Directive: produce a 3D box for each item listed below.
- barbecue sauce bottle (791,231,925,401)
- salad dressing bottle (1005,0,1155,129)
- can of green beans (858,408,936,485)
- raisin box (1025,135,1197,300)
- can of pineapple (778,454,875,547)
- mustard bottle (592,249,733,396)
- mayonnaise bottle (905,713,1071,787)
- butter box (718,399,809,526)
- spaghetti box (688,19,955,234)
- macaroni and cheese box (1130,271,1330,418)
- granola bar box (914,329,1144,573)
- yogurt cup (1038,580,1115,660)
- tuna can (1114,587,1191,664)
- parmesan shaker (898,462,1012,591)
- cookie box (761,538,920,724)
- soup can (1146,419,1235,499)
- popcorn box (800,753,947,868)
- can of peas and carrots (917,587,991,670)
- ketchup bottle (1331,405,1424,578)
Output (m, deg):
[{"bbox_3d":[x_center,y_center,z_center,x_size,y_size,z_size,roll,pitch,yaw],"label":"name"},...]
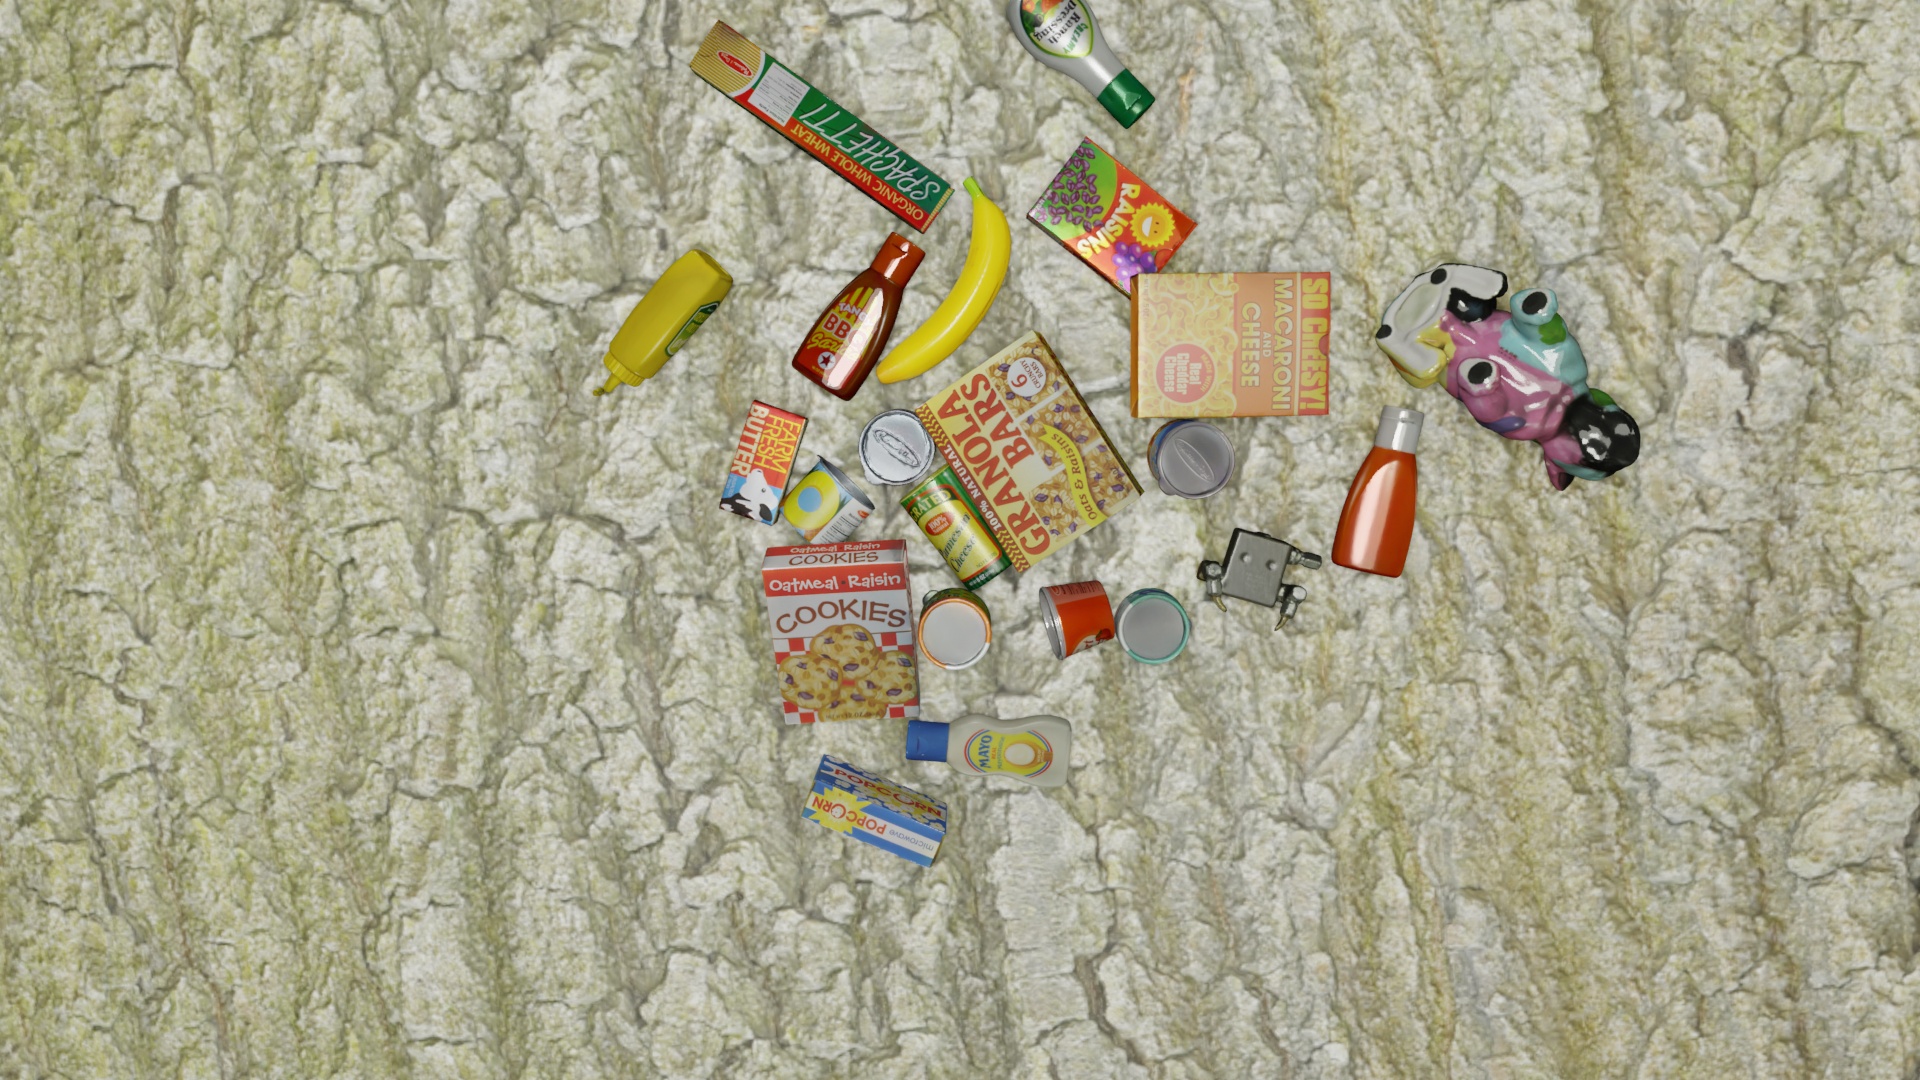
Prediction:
[{"bbox_3d":[-0.085,-0.200,1.223,0.065,0.044,0.148,34,95,9],"label":"barbecue sauce bottle"},{"bbox_3d":[0.105,-0.420,1.197,0.147,0.044,0.064,45,96,-4],"label":"salad dressing bottle"},{"bbox_3d":[-0.055,-0.083,1.228,0.071,0.058,0.071,0,96,0],"label":"can of green beans"},{"bbox_3d":[0.131,-0.280,1.215,0.123,0.040,0.086,38,94,-4],"label":"raisin box"},{"bbox_3d":[-0.120,-0.031,1.231,0.071,0.071,0.058,44,95,-4],"label":"can of pineapple"},{"bbox_3d":[-0.267,-0.183,1.219,0.049,0.065,0.160,43,101,1],"label":"mustard bottle"},{"bbox_3d":[0.025,0.188,1.265,0.148,0.041,0.064,4,98,0],"label":"mayonnaise bottle"},{"bbox_3d":[-0.176,-0.070,1.248,0.053,0.024,0.103,18,96,-2],"label":"butter box"},{"bbox_3d":[-0.120,-0.358,1.213,0.250,0.029,0.050,35,96,-3],"label":"spaghetti box"},{"bbox_3d":[0.231,-0.167,1.190,0.166,0.040,0.123,-1,97,-3],"label":"macaroni and cheese box"},{"bbox_3d":[0.058,-0.075,1.171,0.124,0.039,0.165,-33,87,14],"label":"granola bar box"},{"bbox_3d":[0.105,0.068,1.241,0.054,0.072,0.072,-15,96,-6],"label":"yogurt cup"},{"bbox_3d":[0.176,0.078,1.256,0.071,0.033,0.071,0,96,1],"label":"tuna can"},{"bbox_3d":[0.004,-0.015,1.229,0.071,0.071,0.103,-38,95,5],"label":"parmesan shaker"},{"bbox_3d":[-0.103,0.081,1.226,0.123,0.040,0.166,-3,120,1],"label":"cookie box"},{"bbox_3d":[0.197,-0.071,1.214,0.071,0.084,0.071,0,96,1],"label":"soup can"},{"bbox_3d":[-0.075,0.242,1.250,0.127,0.085,0.038,23,97,-2],"label":"popcorn box"},{"bbox_3d":[-0.007,0.077,1.245,0.071,0.059,0.071,0,96,0],"label":"can of peas and carrots"},{"bbox_3d":[0.377,-0.044,1.235,0.065,0.043,0.148,12,96,-2],"label":"ketchup bottle"}]
